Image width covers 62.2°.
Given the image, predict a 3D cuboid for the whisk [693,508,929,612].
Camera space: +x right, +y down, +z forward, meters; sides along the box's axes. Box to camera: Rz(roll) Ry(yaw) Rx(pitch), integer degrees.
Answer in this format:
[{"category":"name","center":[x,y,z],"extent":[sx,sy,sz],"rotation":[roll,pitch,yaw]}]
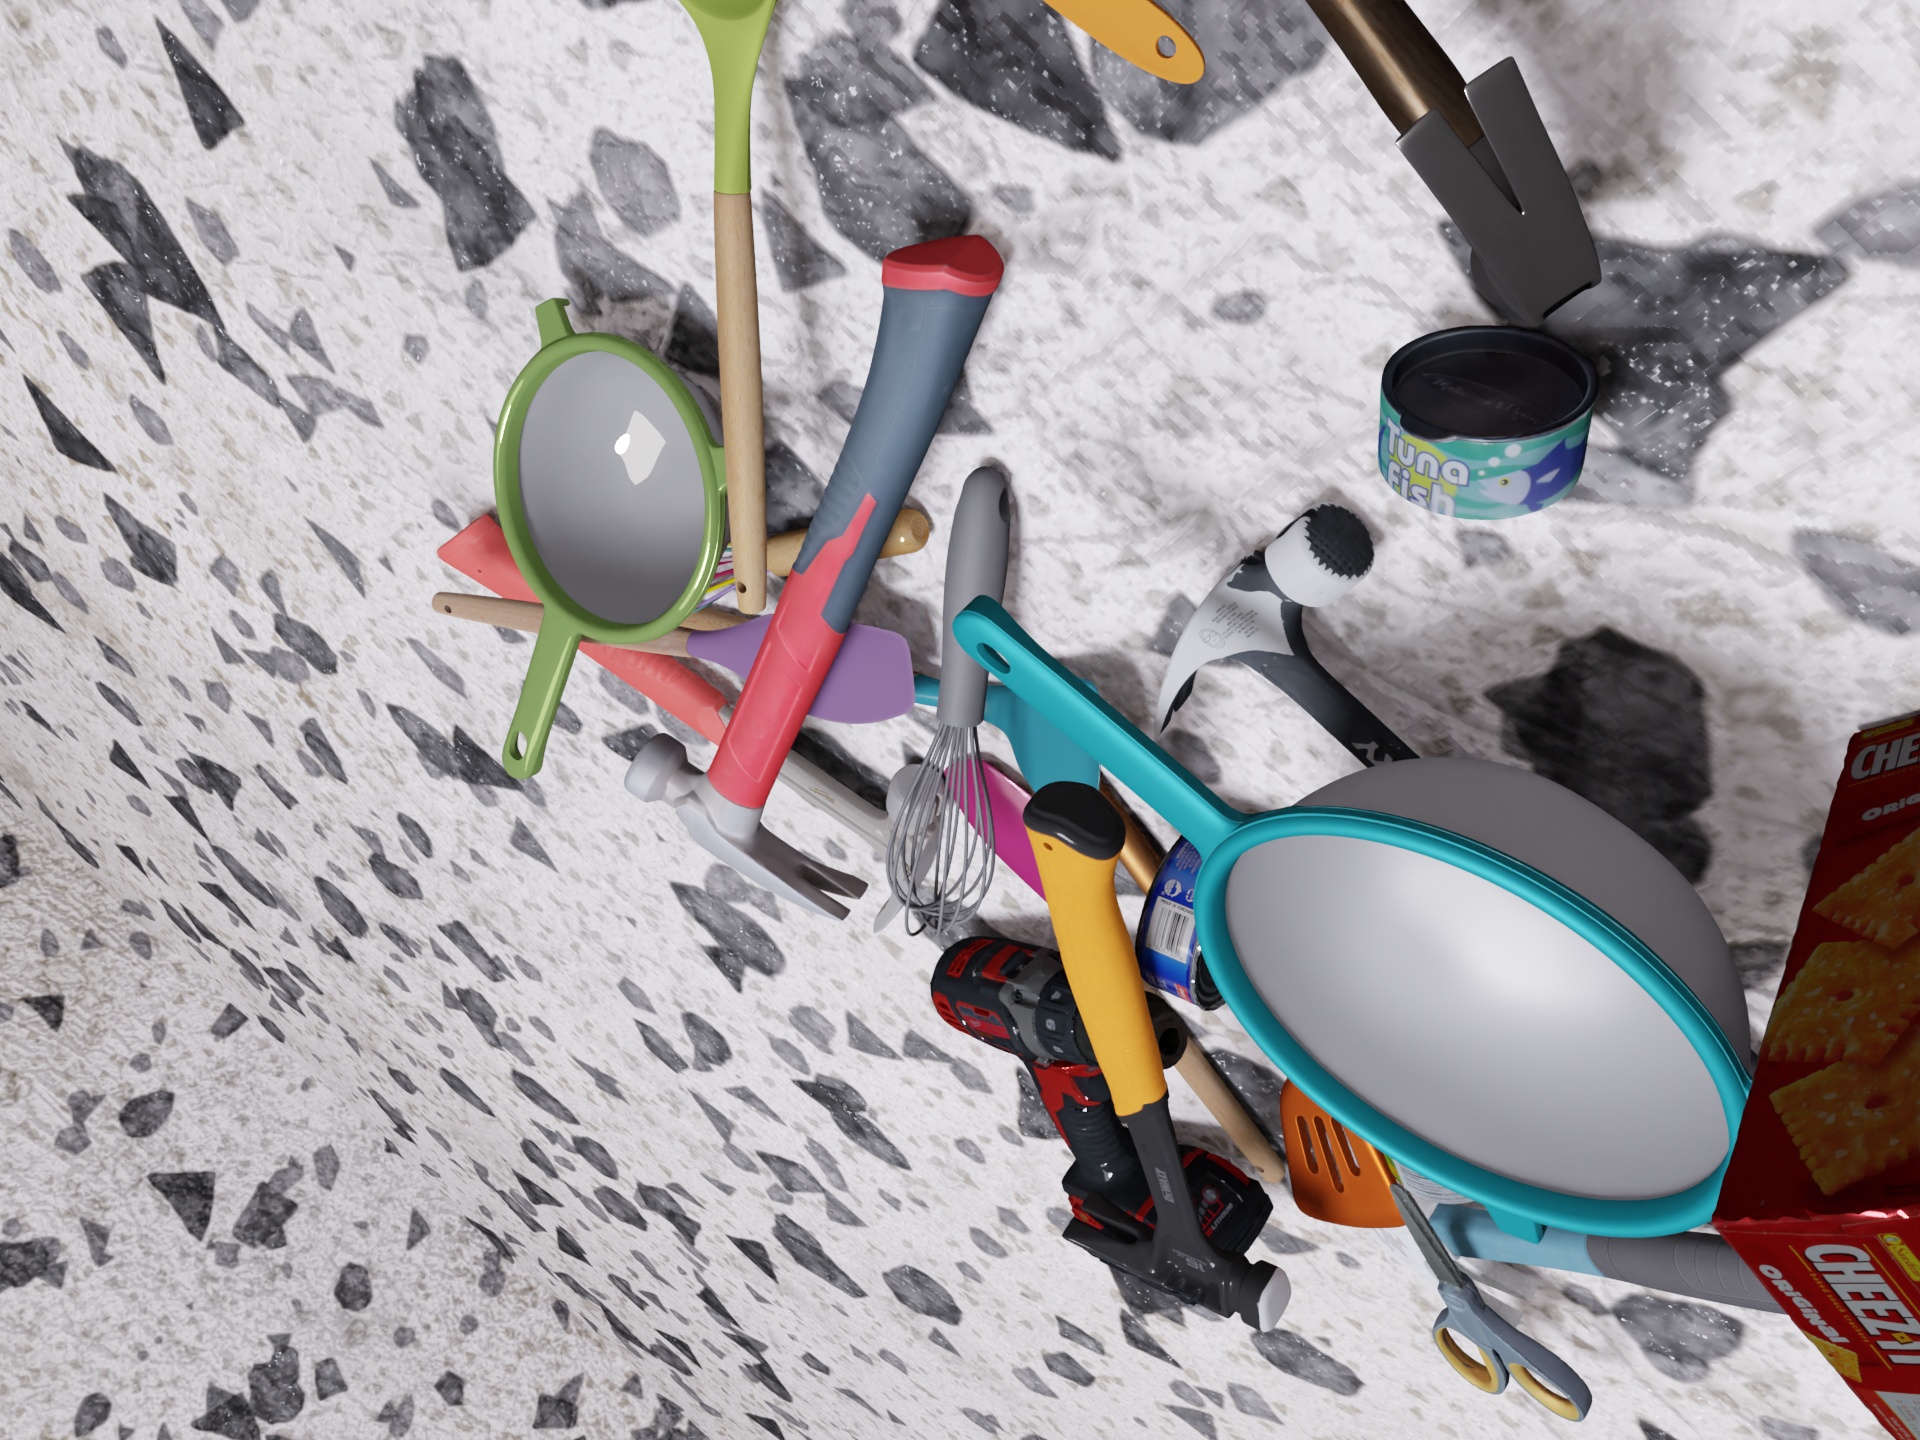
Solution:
[{"category":"whisk","center":[-0.109,-0.079,0.826],"extent":[0.245,0.047,0.051],"rotation":[-4,124,42]}]

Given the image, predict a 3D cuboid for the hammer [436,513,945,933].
[{"category":"hammer","center":[-0.168,-0.011,0.962],"extent":[0.359,0.037,0.149],"rotation":[34,145,11]}]

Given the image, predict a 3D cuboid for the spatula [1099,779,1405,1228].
[{"category":"spatula","center":[0.128,0.132,0.821],"extent":[0.322,0.041,0.081],"rotation":[53,147,-12]}]

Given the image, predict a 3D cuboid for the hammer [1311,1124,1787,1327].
[{"category":"hammer","center":[0.315,0.252,0.751],"extent":[0.128,0.033,0.331],"rotation":[49,152,-12]}]

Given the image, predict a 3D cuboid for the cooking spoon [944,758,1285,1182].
[{"category":"cooking spoon","center":[0.093,0.145,0.893],"extent":[0.318,0.017,0.069],"rotation":[52,146,-15]}]

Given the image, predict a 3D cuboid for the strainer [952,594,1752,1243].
[{"category":"strainer","center":[0.151,0.045,0.600],"extent":[0.340,0.095,0.211],"rotation":[40,151,8]}]

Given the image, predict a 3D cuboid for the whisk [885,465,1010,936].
[{"category":"whisk","center":[-0.002,-0.002,0.744],"extent":[0.055,0.055,0.238],"rotation":[20,117,28]}]

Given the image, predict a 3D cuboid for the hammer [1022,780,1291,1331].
[{"category":"hammer","center":[0.076,0.164,0.762],"extent":[0.127,0.034,0.336],"rotation":[13,134,37]}]

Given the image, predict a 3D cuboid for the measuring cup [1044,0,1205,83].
[{"category":"measuring cup","center":[0.016,-0.262,0.497],"extent":[0.173,0.052,0.095],"rotation":[38,145,2]}]

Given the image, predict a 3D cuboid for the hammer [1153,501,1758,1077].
[{"category":"hammer","center":[0.249,0.087,0.664],"extent":[0.409,0.036,0.149],"rotation":[43,147,-2]}]

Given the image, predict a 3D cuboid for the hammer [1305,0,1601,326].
[{"category":"hammer","center":[0.069,-0.247,0.431],"extent":[0.031,0.130,0.331],"rotation":[-36,93,21]}]

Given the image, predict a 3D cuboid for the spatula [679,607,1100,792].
[{"category":"spatula","center":[-0.050,-0.022,0.828],"extent":[0.318,0.044,0.082],"rotation":[18,118,33]}]

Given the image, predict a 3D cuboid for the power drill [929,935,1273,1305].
[{"category":"power drill","center":[0.092,0.223,0.908],"extent":[0.188,0.080,0.226],"rotation":[3,129,56]}]

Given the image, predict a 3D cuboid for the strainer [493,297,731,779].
[{"category":"strainer","center":[-0.178,-0.076,0.819],"extent":[0.151,0.069,0.256],"rotation":[38,122,20]}]

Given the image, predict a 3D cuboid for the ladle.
[{"category":"ladle","center":[-0.098,-0.181,0.632],"extent":[0.078,0.062,0.320],"rotation":[23,128,30]}]

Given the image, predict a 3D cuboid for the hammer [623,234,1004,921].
[{"category":"hammer","center":[-0.052,-0.050,0.743],"extent":[0.143,0.038,0.386],"rotation":[33,134,3]}]

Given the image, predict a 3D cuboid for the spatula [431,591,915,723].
[{"category":"spatula","center":[-0.163,-0.043,0.854],"extent":[0.316,0.018,0.059],"rotation":[10,122,26]}]
